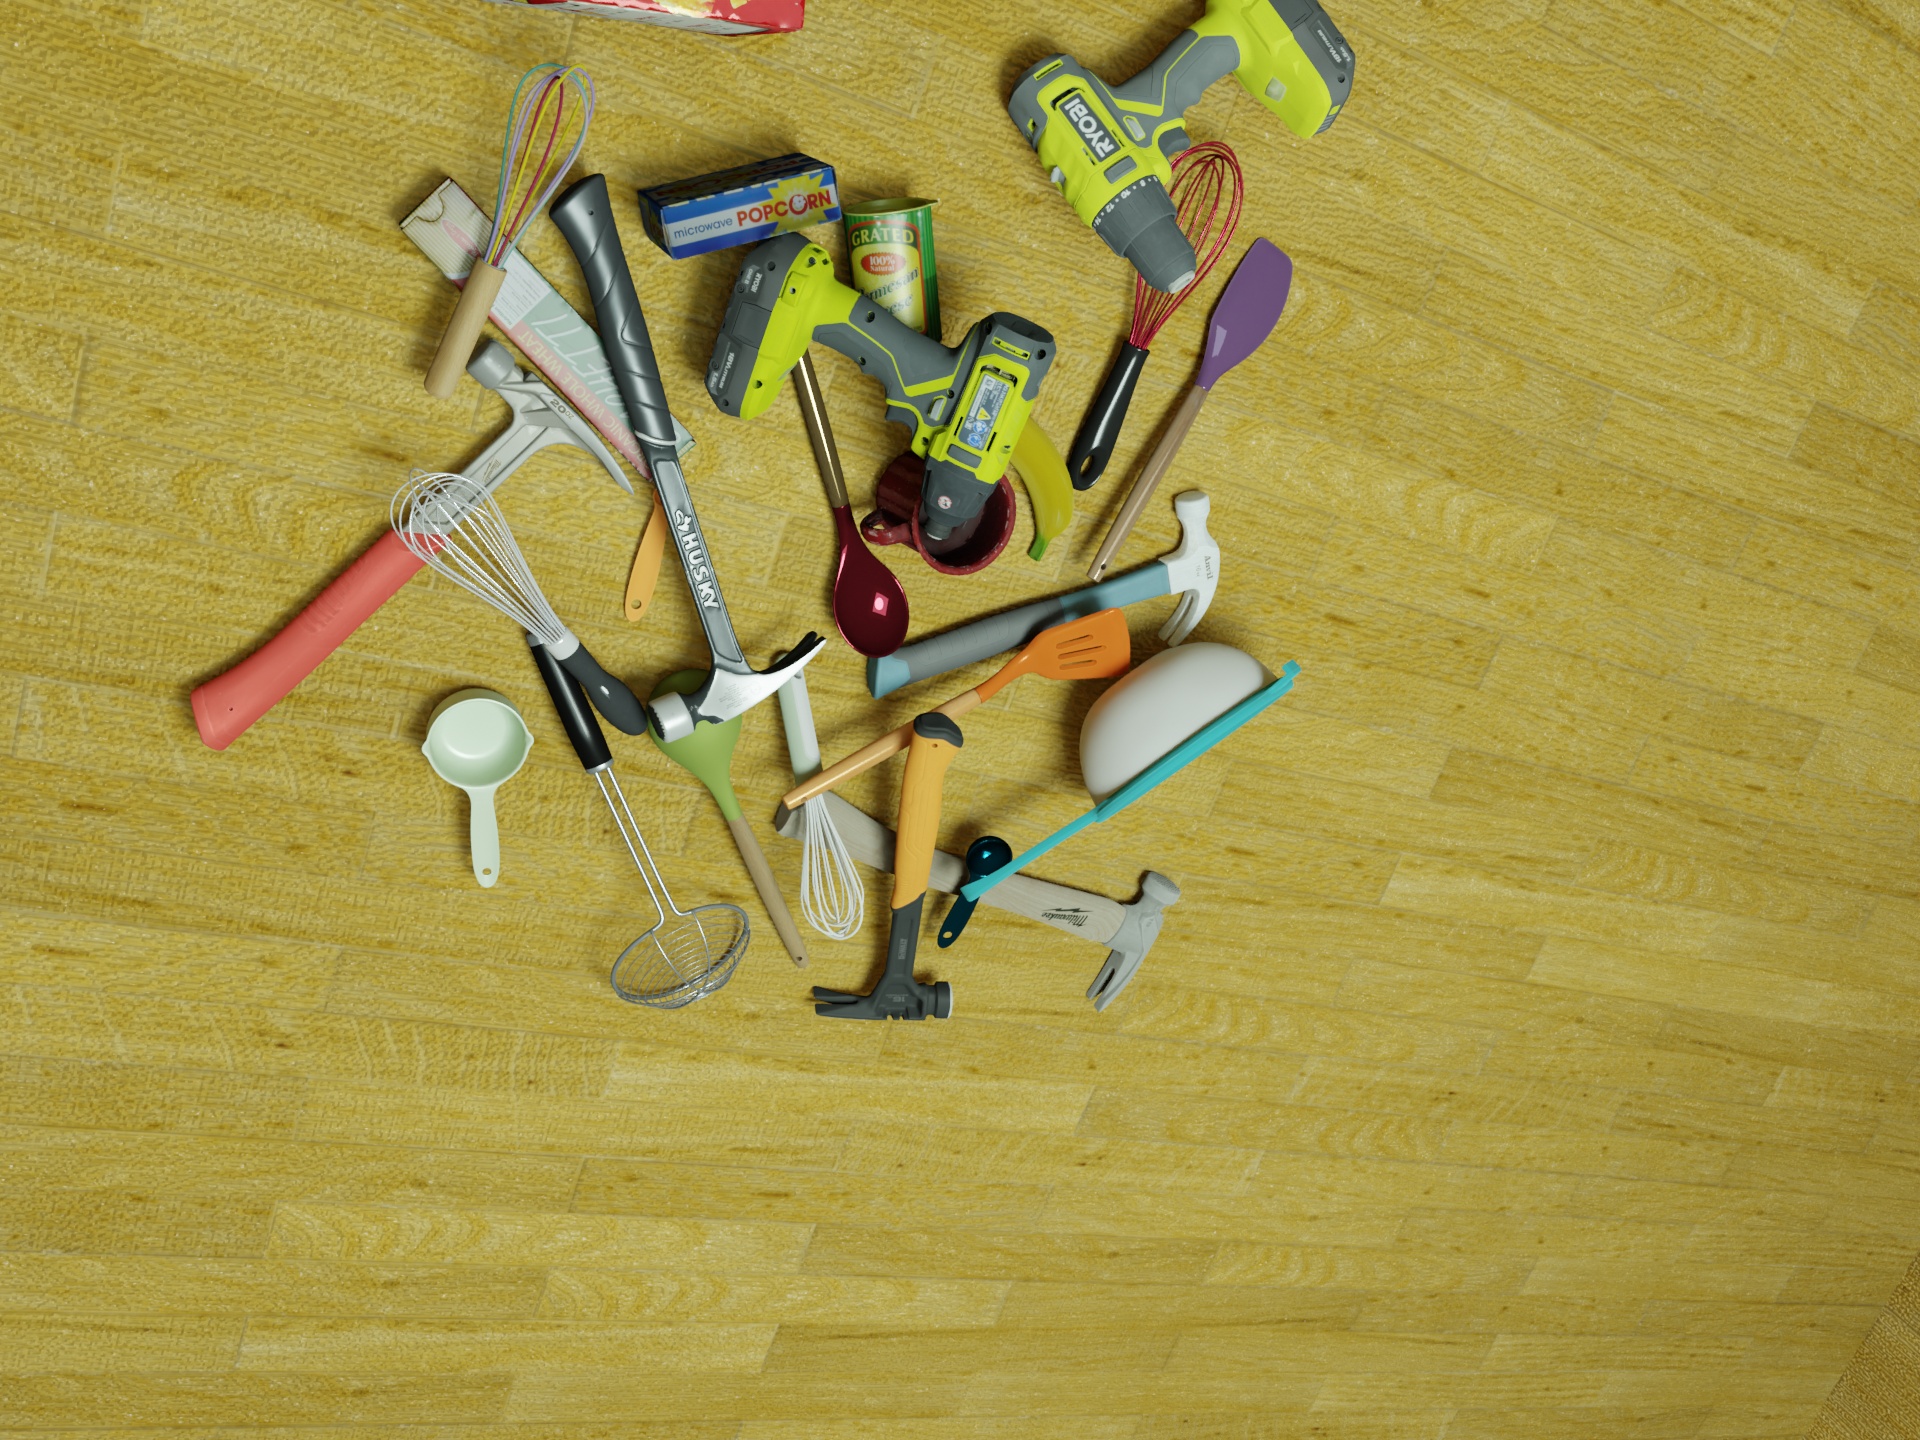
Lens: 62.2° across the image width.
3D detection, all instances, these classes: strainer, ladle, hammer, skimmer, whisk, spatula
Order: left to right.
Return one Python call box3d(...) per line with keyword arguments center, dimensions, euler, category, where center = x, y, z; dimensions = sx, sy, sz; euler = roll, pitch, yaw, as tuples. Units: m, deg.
box3d(center=(-0.415, -0.105, 1.166), dimensions=(0.359, 0.037, 0.149), euler=(-43, 122, 1), category="hammer")
box3d(center=(-0.308, -0.326, 1.066), dimensions=(0.051, 0.047, 0.245), euler=(21, 111, -28), category="whisk")
box3d(center=(-0.314, -0.079, 1.174), dimensions=(0.070, 0.070, 0.284), euler=(-37, 132, -3), category="whisk")
box3d(center=(-0.279, 0.084, 1.312), dimensions=(0.127, 0.090, 0.363), euler=(-26, 110, -16), category="skimmer")
box3d(center=(-0.213, -0.190, 1.170), dimensions=(0.149, 0.036, 0.408), euler=(-24, 116, -21), category="hammer")
box3d(center=(-0.184, 0.092, 1.354), dimensions=(0.078, 0.062, 0.319), euler=(-16, 127, 3), category="ladle")
box3d(center=(-0.122, 0.064, 1.325), dimensions=(0.058, 0.059, 0.246), euler=(-22, 104, -56), category="whisk")
box3d(center=(-0.102, -0.194, 1.257), dimensions=(0.069, 0.031, 0.315), euler=(-30, 120, -28), category="ladle")
box3d(center=(-0.050, 0.134, 1.369), dimensions=(0.127, 0.034, 0.336), euler=(2, 126, -10), category="hammer")
box3d(center=(-0.002, -0.004, 1.325), dimensions=(0.322, 0.041, 0.080), euler=(-29, 139, -15), category="spatula")
box3d(center=(0.011, 0.156, 1.460), dimensions=(0.410, 0.038, 0.146), euler=(22, 105, -28), category="hammer")
box3d(center=(0.074, -0.091, 1.373), dimensions=(0.331, 0.033, 0.128), euler=(-19, 118, -13), category="hammer")
box3d(center=(0.126, 0.029, 1.383), dimensions=(0.340, 0.211, 0.095), euler=(-33, 83, -6), category="strainer")
box3d(center=(0.151, -0.321, 1.287), dimensions=(0.073, 0.073, 0.295), euler=(11, 115, -26), category="whisk")
box3d(center=(0.191, -0.255, 1.337), dimensions=(0.059, 0.018, 0.316), euler=(29, 93, -30), category="spatula")

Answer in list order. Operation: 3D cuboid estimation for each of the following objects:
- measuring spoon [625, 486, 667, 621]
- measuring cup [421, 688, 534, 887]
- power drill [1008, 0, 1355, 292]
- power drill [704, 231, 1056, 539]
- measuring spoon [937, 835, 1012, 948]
box3d(center=(-0.243, -0.131, 1.241), dimensions=(0.021, 0.011, 0.117), euler=(8, 113, -27), category="measuring spoon")
box3d(center=(-0.379, 0.052, 1.253), dimensions=(0.083, 0.038, 0.167), euler=(-5, 117, -20), category="measuring cup")
box3d(center=(0.175, -0.444, 1.185), dimensions=(0.228, 0.080, 0.190), euler=(-35, 86, -7), category="power drill")
box3d(center=(-0.063, -0.243, 1.156), dimensions=(0.223, 0.080, 0.171), euler=(25, 118, 1), category="power drill")
box3d(center=(0.007, 0.152, 1.429), dimensions=(0.042, 0.021, 0.128), euler=(16, 118, -21), category="measuring spoon")
